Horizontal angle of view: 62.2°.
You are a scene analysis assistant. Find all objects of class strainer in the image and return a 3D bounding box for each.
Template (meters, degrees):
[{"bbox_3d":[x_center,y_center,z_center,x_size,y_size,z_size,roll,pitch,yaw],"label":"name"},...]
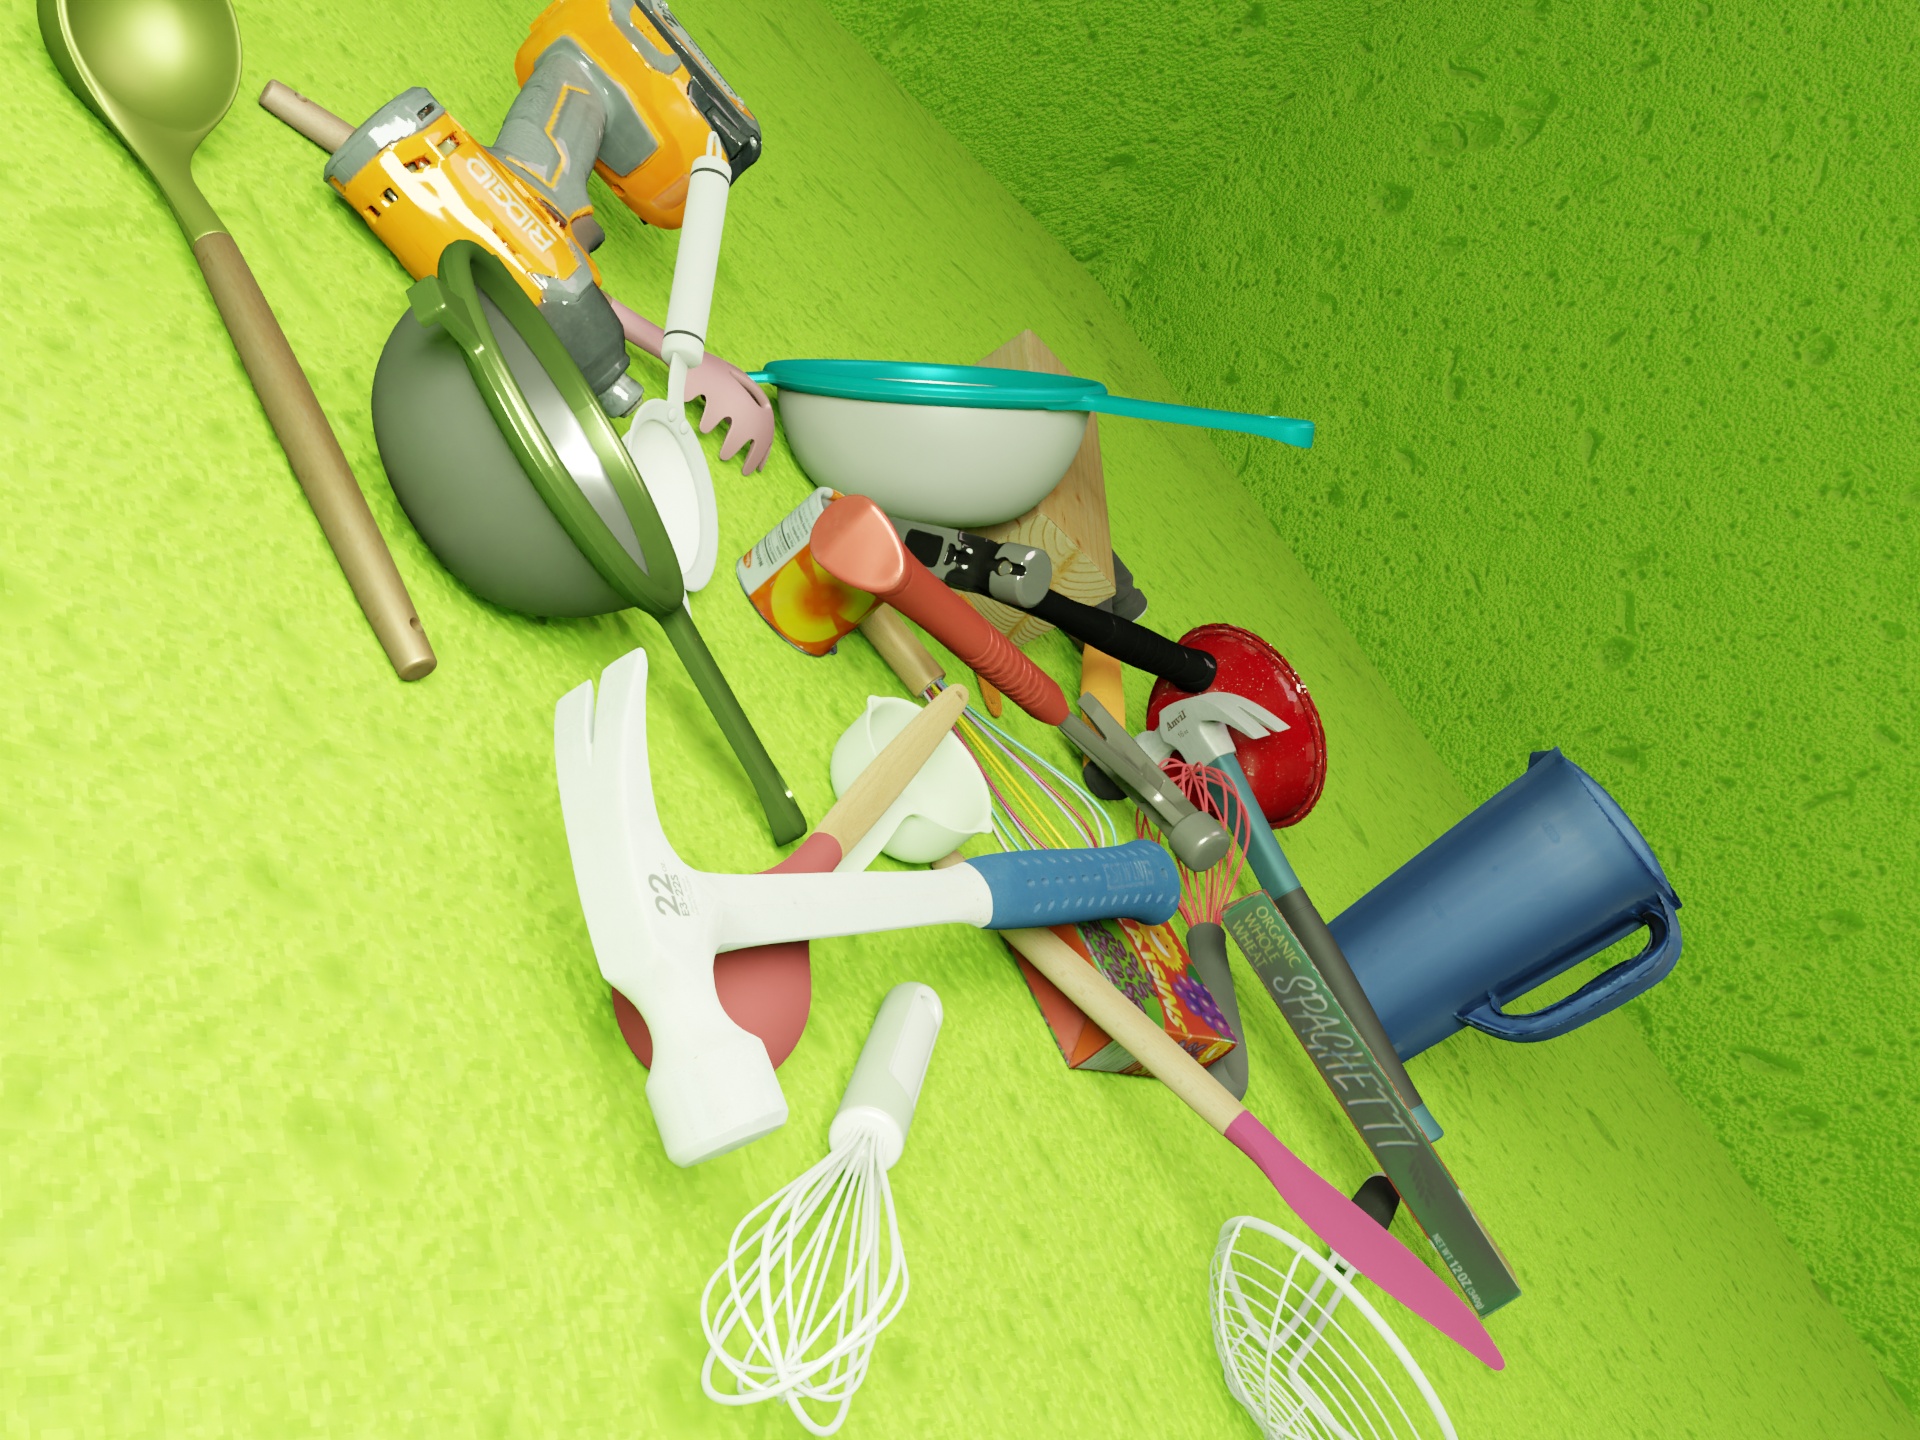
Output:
[{"bbox_3d":[0.040,-0.157,0.959,0.340,0.095,0.211,12,17,23],"label":"strainer"},{"bbox_3d":[-0.144,-0.048,0.598,0.256,0.069,0.152,62,2,-20],"label":"strainer"},{"bbox_3d":[-0.130,-0.162,0.730,0.086,0.050,0.259,50,42,-63],"label":"strainer"}]

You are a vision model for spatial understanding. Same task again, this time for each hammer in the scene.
[{"bbox_3d":[0.223,0.129,1.060,0.033,0.128,0.331,-15,71,-34],"label":"hammer"},{"bbox_3d":[0.099,-0.054,1.154,0.127,0.034,0.337,51,21,-24],"label":"hammer"},{"bbox_3d":[0.067,-0.064,0.988,0.146,0.035,0.334,17,0,36],"label":"hammer"},{"bbox_3d":[-0.002,0.060,0.603,0.405,0.035,0.144,8,56,-63],"label":"hammer"},{"bbox_3d":[0.029,-0.025,0.841,0.149,0.036,0.358,48,7,37],"label":"hammer"}]

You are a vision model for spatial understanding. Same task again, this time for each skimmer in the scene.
[{"bbox_3d":[0.195,0.252,0.744,0.127,0.090,0.363,51,18,15],"label":"skimmer"}]

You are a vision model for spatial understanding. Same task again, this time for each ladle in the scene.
[{"bbox_3d":[-0.244,-0.154,0.556,0.320,0.062,0.078,59,18,17],"label":"ladle"},{"bbox_3d":[-0.044,0.041,0.619,0.069,0.031,0.315,49,26,-5],"label":"ladle"}]

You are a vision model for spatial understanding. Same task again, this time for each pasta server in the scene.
[{"bbox_3d":[-0.209,-0.219,0.813,0.316,0.040,0.060,28,28,-41],"label":"pasta server"}]

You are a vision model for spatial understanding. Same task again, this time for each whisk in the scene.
[{"bbox_3d":[-0.001,-0.003,0.857,0.245,0.051,0.047,50,24,9],"label":"whisk"},{"bbox_3d":[0.145,0.116,0.951,0.073,0.073,0.296,43,26,-23],"label":"whisk"},{"bbox_3d":[-0.031,0.138,0.507,0.058,0.059,0.246,61,12,-8],"label":"whisk"}]

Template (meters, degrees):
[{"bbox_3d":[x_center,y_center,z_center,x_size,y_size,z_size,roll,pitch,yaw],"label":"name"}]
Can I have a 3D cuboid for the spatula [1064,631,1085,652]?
[{"bbox_3d":[0.007,-0.147,1.187,0.317,0.044,0.082,48,18,-24],"label":"spatula"}]

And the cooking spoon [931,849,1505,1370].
[{"bbox_3d":[0.097,0.152,0.673,0.319,0.017,0.068,40,4,29],"label":"cooking spoon"}]

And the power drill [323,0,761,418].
[{"bbox_3d":[-0.182,-0.254,0.772,0.164,0.084,0.227,48,40,-23],"label":"power drill"}]

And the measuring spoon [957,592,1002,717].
[{"bbox_3d":[0.010,-0.041,1.008,0.021,0.011,0.117,39,25,-37],"label":"measuring spoon"}]

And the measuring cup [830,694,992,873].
[{"bbox_3d":[-0.040,0.045,0.689,0.083,0.038,0.167,48,28,-2],"label":"measuring cup"}]
